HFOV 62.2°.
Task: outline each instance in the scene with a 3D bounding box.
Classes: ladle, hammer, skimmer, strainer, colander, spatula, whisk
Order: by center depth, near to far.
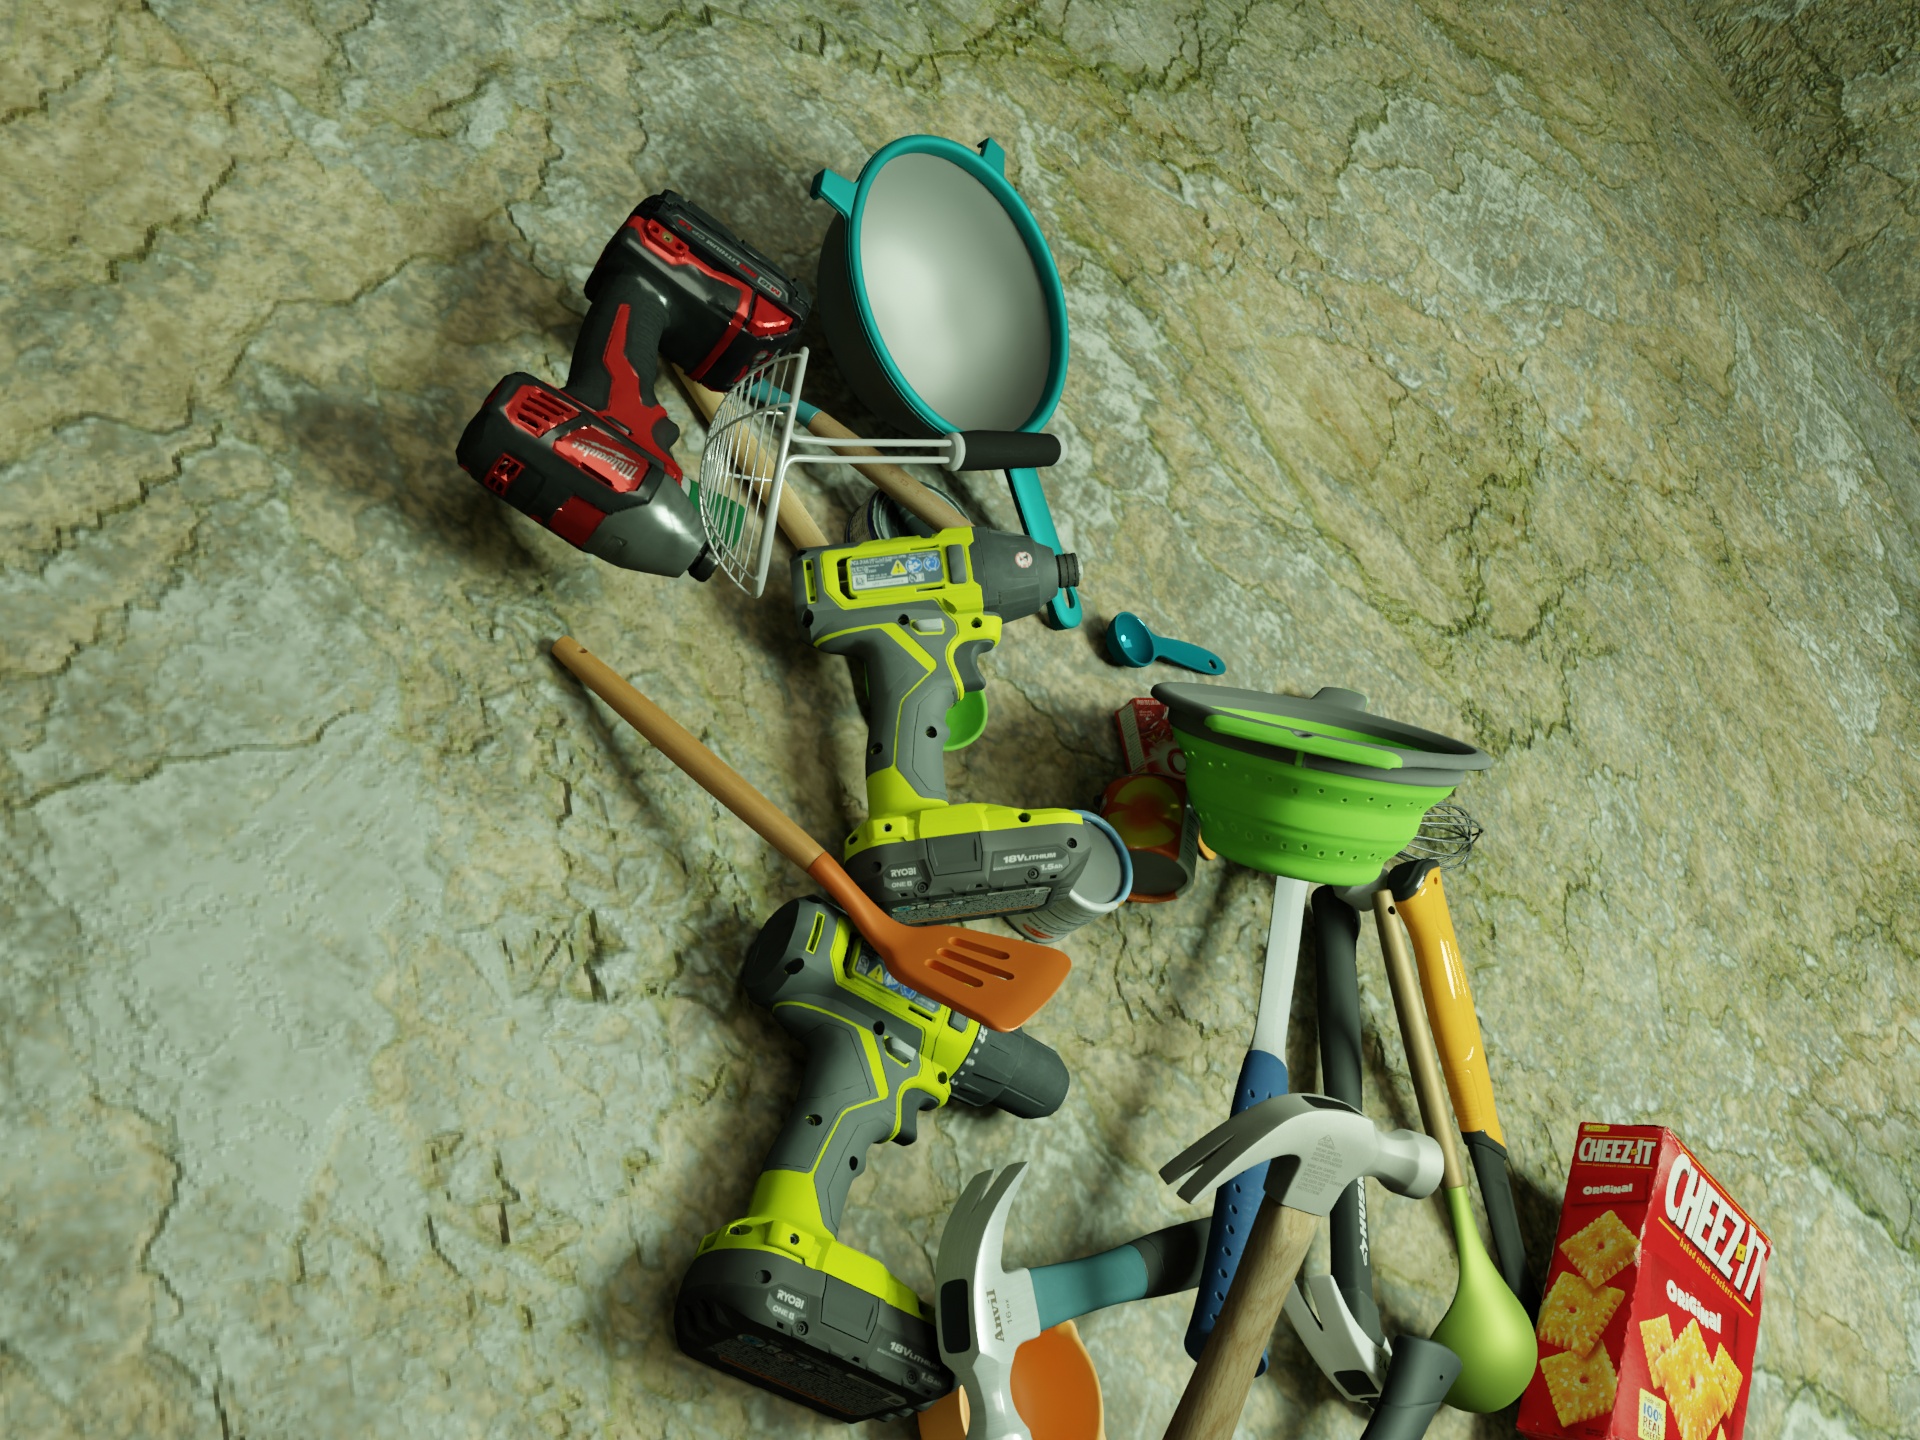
[{"bbox_3d":[0.112,0.332,0.747,0.130,0.031,0.331,22,90,-22],"label":"hammer"},{"bbox_3d":[0.160,0.473,0.786,0.409,0.036,0.149,-44,106,-38],"label":"hammer"},{"bbox_3d":[-0.088,0.051,0.819,0.323,0.041,0.081,39,32,11],"label":"spatula"},{"bbox_3d":[0.097,0.289,0.834,0.330,0.033,0.128,12,61,-52],"label":"hammer"},{"bbox_3d":[-0.018,-0.144,0.908,0.090,0.127,0.363,25,22,30],"label":"skimmer"},{"bbox_3d":[0.176,0.191,0.938,0.144,0.035,0.406,30,39,-5],"label":"hammer"},{"bbox_3d":[0.295,0.267,1.000,0.078,0.062,0.320,-5,76,-23],"label":"ladle"},{"bbox_3d":[-0.068,-0.182,1.001,0.317,0.044,0.082,38,32,9],"label":"spatula"},{"bbox_3d":[0.241,0.249,1.009,0.146,0.035,0.335,48,36,-38],"label":"hammer"},{"bbox_3d":[0.232,0.036,1.044,0.397,0.204,0.094,-16,118,-72],"label":"colander"},{"bbox_3d":[0.347,0.256,1.059,0.127,0.034,0.337,-11,86,-41],"label":"hammer"},{"bbox_3d":[-0.005,-0.217,1.087,0.211,0.095,0.340,-32,107,-46],"label":"strainer"},{"bbox_3d":[0.294,0.076,1.171,0.238,0.055,0.055,10,59,-29],"label":"whisk"}]

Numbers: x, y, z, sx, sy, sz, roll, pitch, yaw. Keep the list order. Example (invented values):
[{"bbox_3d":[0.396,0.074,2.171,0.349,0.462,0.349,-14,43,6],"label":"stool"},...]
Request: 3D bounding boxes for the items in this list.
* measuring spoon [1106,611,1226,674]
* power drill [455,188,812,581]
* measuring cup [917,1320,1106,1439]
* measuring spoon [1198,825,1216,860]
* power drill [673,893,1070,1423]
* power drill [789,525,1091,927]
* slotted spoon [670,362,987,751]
[{"bbox_3d":[0.147,-0.047,1.148,0.128,0.021,0.042,13,57,-43],"label":"measuring spoon"},{"bbox_3d":[-0.167,-0.177,0.871,0.143,0.078,0.220,33,49,-18],"label":"power drill"},{"bbox_3d":[0.050,0.371,0.796,0.173,0.052,0.095,46,46,-10],"label":"measuring cup"},{"bbox_3d":[0.161,0.041,1.106,0.021,0.011,0.117,5,62,-36],"label":"measuring spoon"},{"bbox_3d":[-0.036,0.220,0.799,0.190,0.080,0.229,32,46,-20],"label":"power drill"},{"bbox_3d":[-0.001,-0.003,0.911,0.171,0.080,0.223,-7,71,-5],"label":"power drill"},{"bbox_3d":[-0.090,-0.109,0.985,0.070,0.031,0.314,-33,85,-27],"label":"slotted spoon"}]
